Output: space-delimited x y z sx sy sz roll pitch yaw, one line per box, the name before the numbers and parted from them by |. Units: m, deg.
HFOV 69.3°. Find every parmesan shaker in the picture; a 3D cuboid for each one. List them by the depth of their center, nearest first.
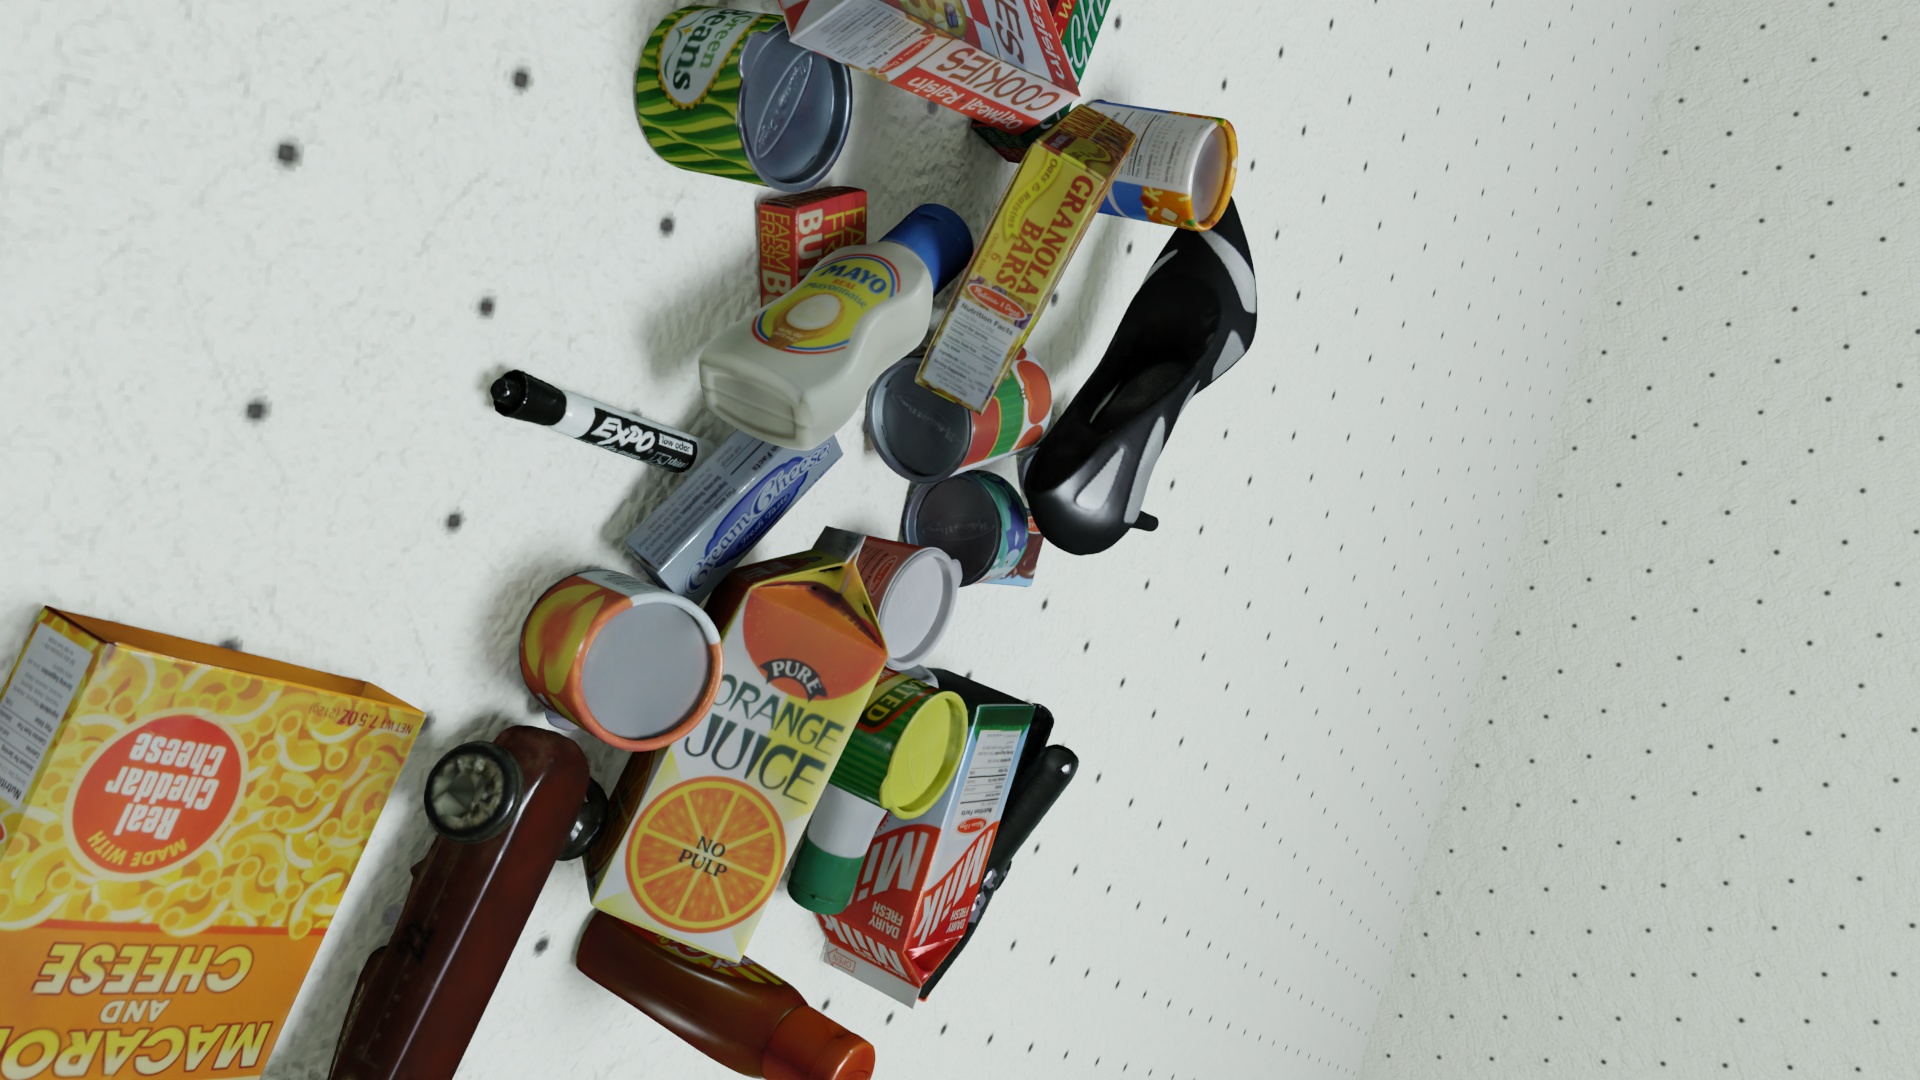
parmesan shaker | -0.058 0.092 0.703 0.071 0.103 0.071 -35 134 -46

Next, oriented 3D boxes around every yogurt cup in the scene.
yogurt cup | -0.042 0.029 0.743 0.073 0.054 0.072 -34 134 -45

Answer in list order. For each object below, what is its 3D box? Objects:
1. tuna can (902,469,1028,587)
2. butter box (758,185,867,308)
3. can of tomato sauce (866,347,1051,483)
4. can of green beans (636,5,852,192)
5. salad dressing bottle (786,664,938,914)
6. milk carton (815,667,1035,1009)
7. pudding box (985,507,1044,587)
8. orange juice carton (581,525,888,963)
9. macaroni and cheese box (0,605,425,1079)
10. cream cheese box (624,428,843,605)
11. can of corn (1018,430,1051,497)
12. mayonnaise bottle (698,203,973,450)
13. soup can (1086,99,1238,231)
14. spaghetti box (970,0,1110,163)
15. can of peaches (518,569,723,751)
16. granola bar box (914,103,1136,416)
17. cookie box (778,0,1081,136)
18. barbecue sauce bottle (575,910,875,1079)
tuna can | 0.003 -0.010 0.784 0.033 0.071 0.071 -6 112 -58
butter box | -0.068 -0.112 0.652 0.053 0.024 0.103 -31 132 -48
can of tomato sauce | 0.001 -0.073 0.745 0.083 0.071 0.071 -22 124 -53
can of green beans | -0.086 -0.177 0.554 0.071 0.058 0.071 -35 134 -45
salad dressing bottle | -0.058 0.137 0.779 0.044 0.064 0.147 -122 -128 -72
milk carton | -0.028 0.177 0.831 0.073 0.072 0.190 13 94 -59
pudding box | 0.019 0.001 0.850 0.084 0.030 0.049 7 100 -59
orange juice carton | -0.095 0.081 0.632 0.073 0.072 0.193 27 85 -18
macaroni and cheese box | -0.264 0.117 0.448 0.123 0.040 0.166 34 77 -59
cream cheese box | -0.099 -0.019 0.620 0.104 0.024 0.053 -47 160 -12
can of corn | 0.082 -0.046 0.885 0.058 0.071 0.070 -46 142 -37
mayonnaise bottle | -0.047 -0.099 0.609 0.149 0.065 0.041 -50 152 -38
soup can | 0.114 -0.222 0.826 0.072 0.084 0.071 -35 135 -45
spaghetti box | 0.069 -0.326 0.749 0.050 0.029 0.250 26 84 -60
can of peaches | -0.140 0.051 0.573 0.071 0.058 0.071 -7 101 -37
granola bar box | 0.035 -0.145 0.689 0.123 0.039 0.166 -61 -179 25
cookie box | -0.022 -0.247 0.577 0.168 0.040 0.123 -3 73 -57
barbecue sauce bottle | -0.108 0.217 0.648 0.065 0.148 0.043 25 86 -59
